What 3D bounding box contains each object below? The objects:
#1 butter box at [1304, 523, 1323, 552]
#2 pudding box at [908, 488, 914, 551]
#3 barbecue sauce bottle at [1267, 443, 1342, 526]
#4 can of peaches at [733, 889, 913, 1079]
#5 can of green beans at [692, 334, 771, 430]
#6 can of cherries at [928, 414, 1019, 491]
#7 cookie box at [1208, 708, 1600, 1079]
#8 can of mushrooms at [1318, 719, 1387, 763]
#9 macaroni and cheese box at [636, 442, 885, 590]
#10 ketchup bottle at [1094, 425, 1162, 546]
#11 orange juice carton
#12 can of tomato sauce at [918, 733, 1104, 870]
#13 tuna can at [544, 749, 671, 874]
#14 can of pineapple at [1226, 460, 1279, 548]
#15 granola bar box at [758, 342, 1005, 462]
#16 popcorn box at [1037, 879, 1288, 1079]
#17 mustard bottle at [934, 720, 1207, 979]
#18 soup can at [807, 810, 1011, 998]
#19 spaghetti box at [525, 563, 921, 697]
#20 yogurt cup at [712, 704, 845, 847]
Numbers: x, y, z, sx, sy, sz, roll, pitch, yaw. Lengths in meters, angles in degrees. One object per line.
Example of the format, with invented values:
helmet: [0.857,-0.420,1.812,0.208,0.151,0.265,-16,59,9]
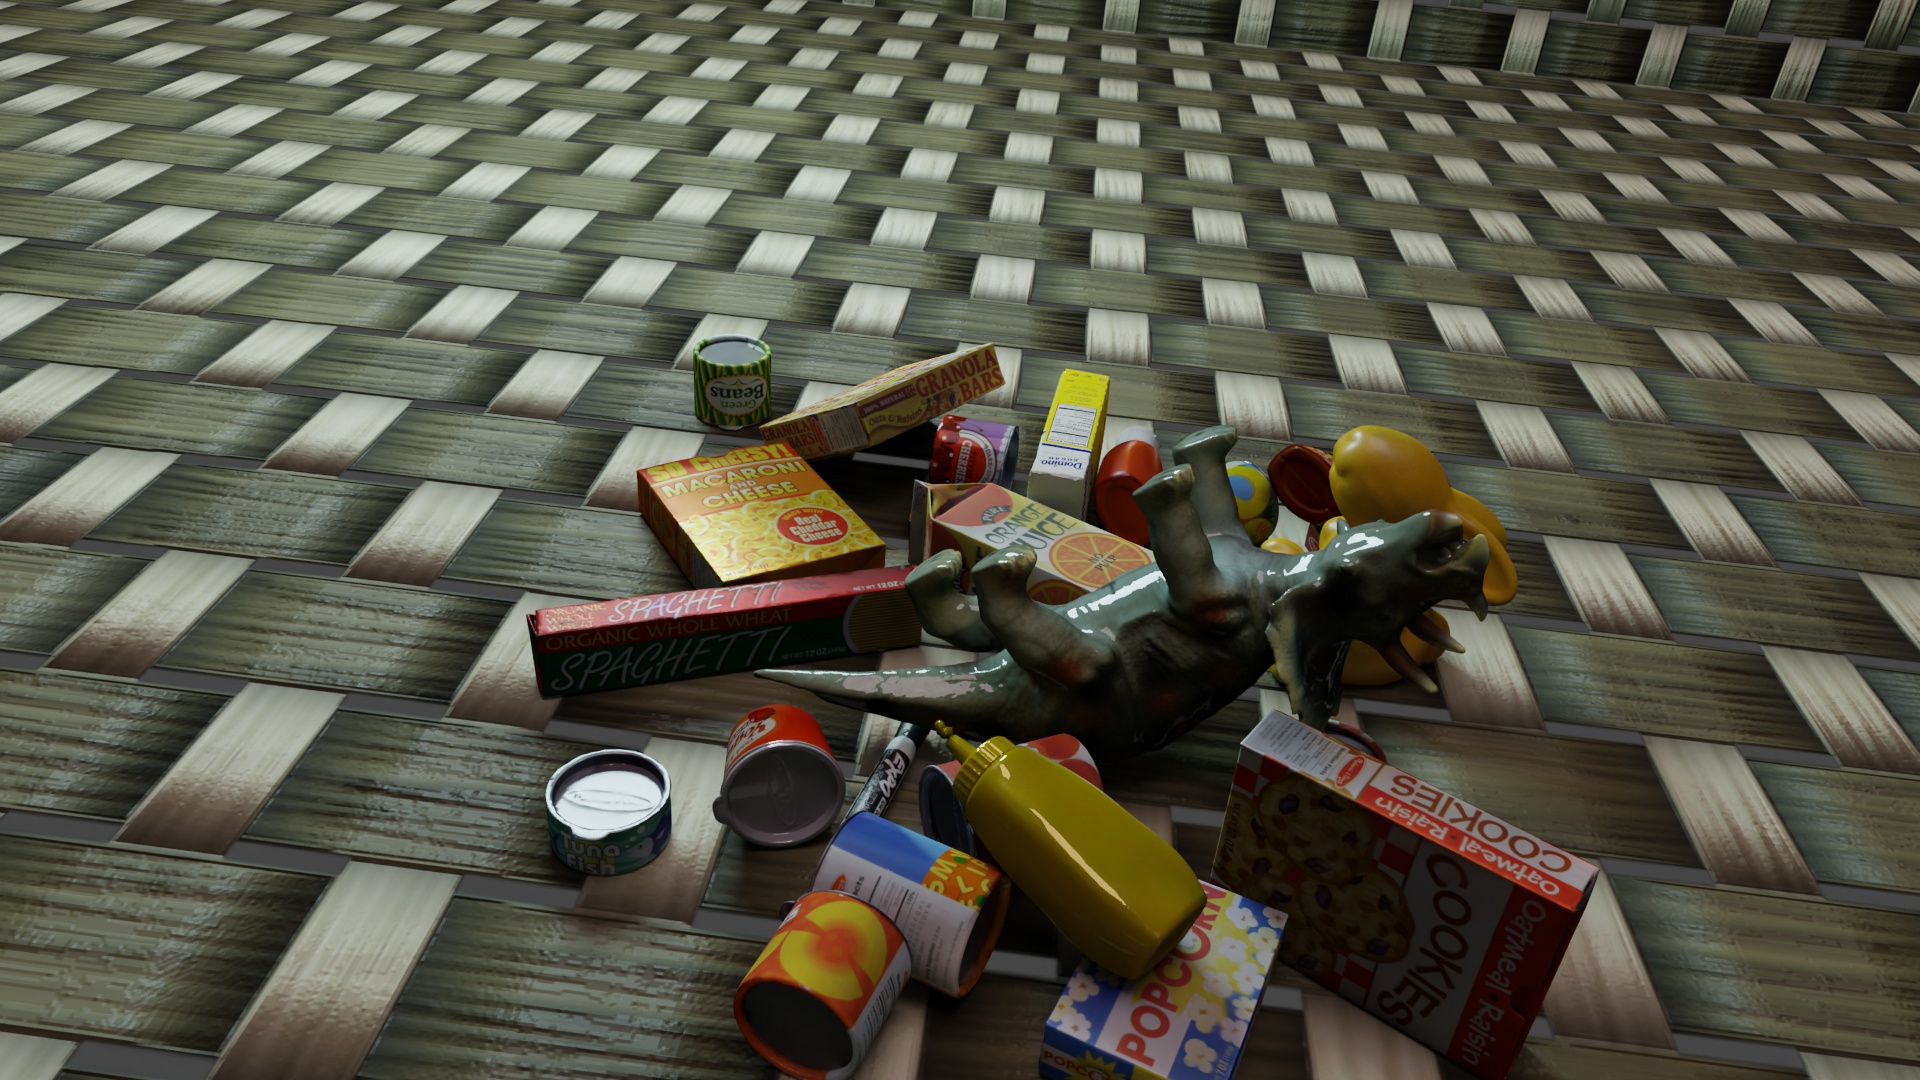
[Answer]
butter box: [0.321,0.008,1.060,0.103,0.024,0.053,1,32,-7]
pudding box: [0.004,-0.013,1.041,0.084,0.030,0.050,5,33,-1]
barbecue sauce bottle: [0.276,-0.045,1.075,0.065,0.043,0.149,50,18,10]
can of peaches: [-0.066,0.206,0.647,0.071,0.071,0.058,15,34,16]
can of green beans: [-0.194,-0.136,1.182,0.071,0.057,0.071,4,32,-2]
can of cherries: [0.010,-0.062,1.084,0.058,0.071,0.072,11,32,10]
cookie box: [0.209,0.174,0.685,0.168,0.122,0.040,26,38,29]
can of mushrooms: [0.220,0.139,0.827,0.071,0.033,0.071,4,31,-2]
macaroni and cheese box: [-0.147,-0.011,1.006,0.124,0.040,0.167,-13,37,-29]
ketchup bottle: [0.136,-0.050,1.094,0.043,0.064,0.149,-21,18,19]
orange juice carton: [0.042,0.022,0.952,0.193,0.071,0.073,24,36,27]
can of tomato sauce: [0.029,0.145,0.755,0.083,0.070,0.071,-10,35,-24]
tuna can: [-0.190,0.148,0.752,0.071,0.032,0.071,4,32,-2]
can of pineapple: [0.198,-0.021,1.050,0.058,0.070,0.071,-19,40,-33]
granola bar box: [-0.062,-0.109,1.127,0.124,0.039,0.166,-8,16,45]
popcorn box: [0.101,0.220,0.676,0.085,0.038,0.127,17,34,20]
mustard bottle: [0.044,0.142,0.685,0.160,0.048,0.065,40,34,26]
soup can: [-0.024,0.180,0.696,0.084,0.071,0.072,19,34,19]
spaghetti box: [-0.145,0.056,0.890,0.251,0.050,0.029,-7,33,-18]
yogurt cup: [-0.101,0.128,0.772,0.072,0.072,0.054,-2,25,-12]
